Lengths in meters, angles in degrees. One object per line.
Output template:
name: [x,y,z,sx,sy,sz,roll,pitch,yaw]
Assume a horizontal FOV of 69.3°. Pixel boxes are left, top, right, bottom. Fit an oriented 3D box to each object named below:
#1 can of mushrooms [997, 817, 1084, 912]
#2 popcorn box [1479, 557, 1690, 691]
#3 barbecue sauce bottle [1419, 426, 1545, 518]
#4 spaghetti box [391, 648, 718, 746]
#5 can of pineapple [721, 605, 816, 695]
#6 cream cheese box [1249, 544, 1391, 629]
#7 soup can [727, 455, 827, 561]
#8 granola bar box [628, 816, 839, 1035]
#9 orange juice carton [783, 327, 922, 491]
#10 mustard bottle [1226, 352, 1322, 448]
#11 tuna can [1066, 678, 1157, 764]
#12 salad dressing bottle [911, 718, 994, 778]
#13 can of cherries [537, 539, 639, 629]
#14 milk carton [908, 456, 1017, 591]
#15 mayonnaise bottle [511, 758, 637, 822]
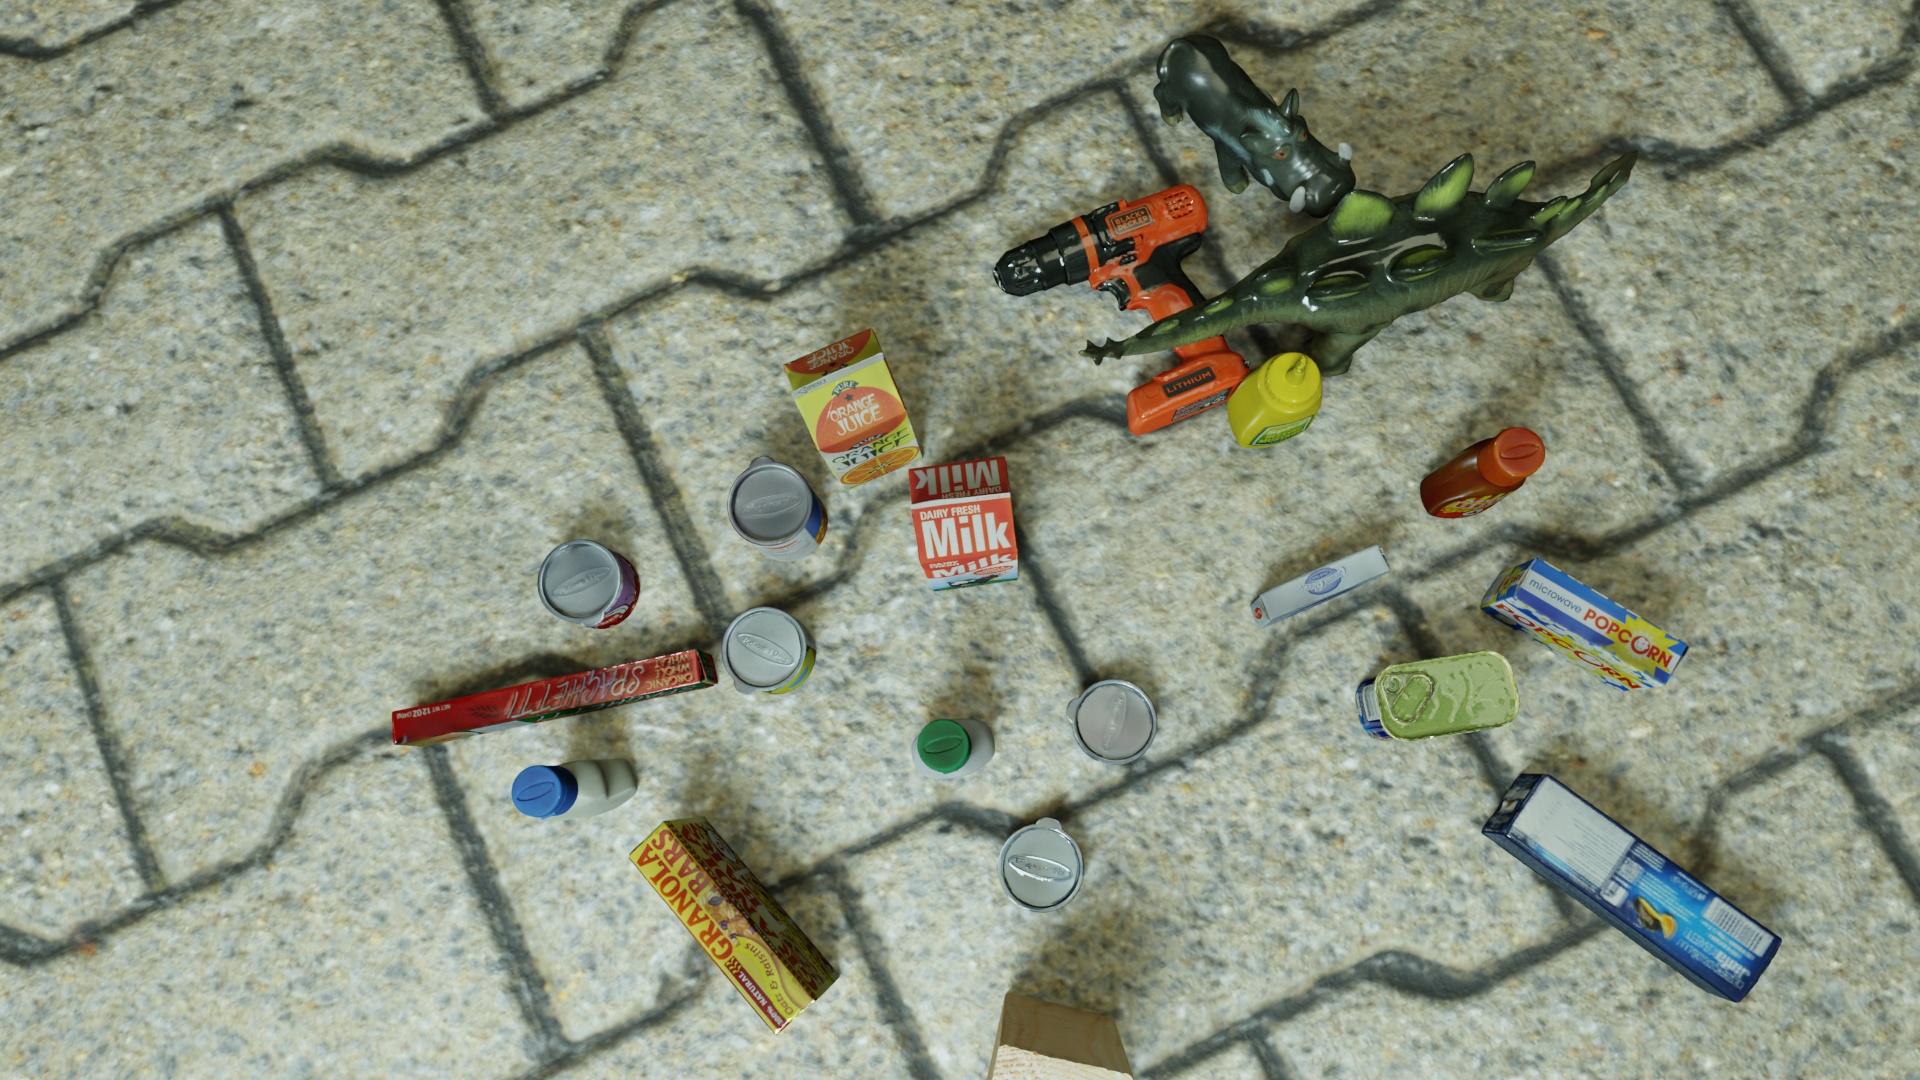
can of mushrooms: [0.063,0.249,1.069,0.071,0.033,0.071,0,80,3]
popcorn box: [0.470,0.065,1.056,0.127,0.085,0.038,32,83,8]
barbecue sauce bottle: [0.397,-0.051,1.048,0.065,0.148,0.044,-11,80,1]
spaghetti box: [-0.319,0.125,1.102,0.250,0.050,0.029,-12,80,1]
can of pineapple: [-0.152,0.089,1.096,0.071,0.058,0.071,0,80,3]
cream cheese box: [0.279,0.036,1.086,0.104,0.053,0.024,-23,80,-1]
soup can: [-0.144,-0.024,1.103,0.071,0.083,0.071,0,80,3]
granola bar box: [-0.165,0.280,1.028,0.039,0.124,0.166,-42,81,-4]
orange juice carton: [-0.081,-0.101,1.059,0.072,0.192,0.073,-23,80,-1]
mustard bottle: [0.244,-0.110,1.061,0.065,0.160,0.049,-16,80,0]
tuna can: [0.117,0.141,1.086,0.071,0.033,0.071,0,80,3]
salad dressing bottle: [-0.007,0.154,1.032,0.064,0.147,0.044,-15,80,0]
can of cherries: [-0.296,0.039,1.112,0.071,0.058,0.071,0,80,3]
milk carton: [0.004,-0.013,1.040,0.072,0.190,0.073,-8,80,2]
mayonnaise bottle: [-0.292,0.186,1.040,0.065,0.148,0.041,-21,80,-1]
